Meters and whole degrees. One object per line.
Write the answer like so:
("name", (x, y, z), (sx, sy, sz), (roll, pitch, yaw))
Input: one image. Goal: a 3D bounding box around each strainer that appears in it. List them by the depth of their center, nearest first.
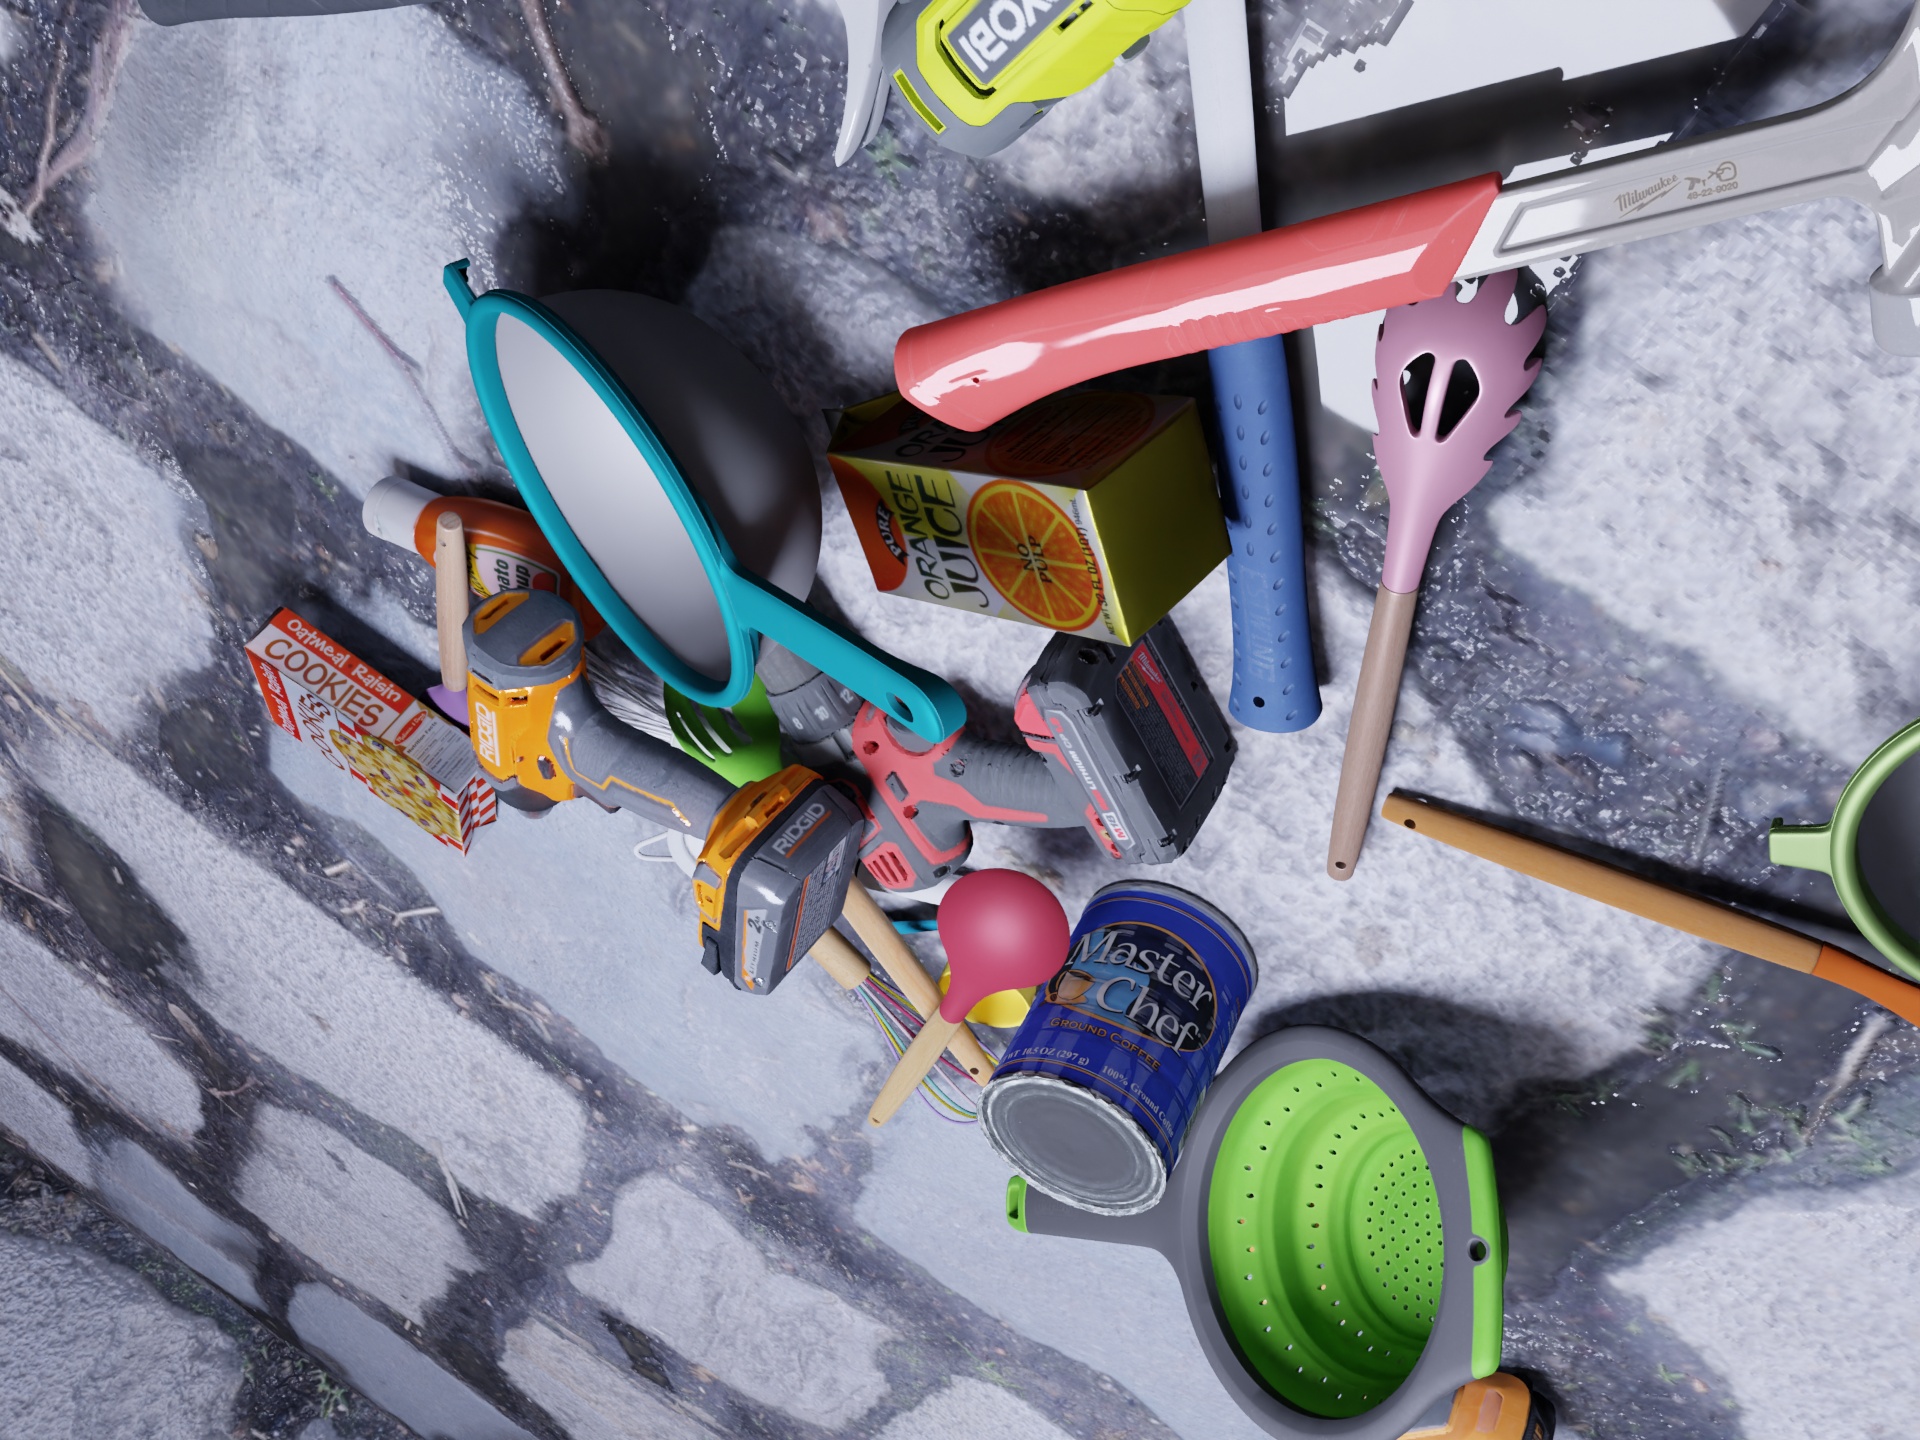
("strainer", (0.433, 0.064, 0.558), (0.256, 0.069, 0.151), (37, 136, -2))
("strainer", (-0.088, -0.091, 0.694), (0.341, 0.095, 0.210), (32, 149, 39))
("strainer", (-0.068, 0.085, 0.932), (0.258, 0.050, 0.086), (10, 137, 18))

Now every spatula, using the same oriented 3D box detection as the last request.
("spatula", (0.339, 0.086, 0.677), (0.323, 0.041, 0.081), (20, 136, 23))
("spatula", (-0.306, -0.037, 0.955), (0.060, 0.018, 0.315), (36, 150, 2))

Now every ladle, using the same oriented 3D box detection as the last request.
("ladle", (-0.012, 0.171, 0.890), (0.069, 0.031, 0.315), (31, 143, 4))

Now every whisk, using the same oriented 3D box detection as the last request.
("whisk", (-0.169, 0.005, 0.923), (0.246, 0.058, 0.059), (22, 106, 10))
("whisk", (-0.045, 0.164, 0.956), (0.047, 0.051, 0.244), (-11, 128, 48))

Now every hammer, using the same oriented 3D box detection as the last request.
("hammer", (0.130, -0.161, 0.529), (0.359, 0.037, 0.149), (-5, 125, 32))
("hammer", (0.109, -0.163, 0.594), (0.144, 0.035, 0.405), (9, 131, 28))
("hammer", (-0.204, -0.313, 0.669), (0.409, 0.036, 0.149), (11, 133, 26))

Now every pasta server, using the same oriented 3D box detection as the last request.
("pasta server", (0.182, -0.042, 0.665), (0.060, 0.040, 0.316), (18, 139, 19))

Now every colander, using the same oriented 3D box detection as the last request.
("colander", (0.165, 0.278, 0.881), (0.094, 0.205, 0.397), (11, 163, -30))

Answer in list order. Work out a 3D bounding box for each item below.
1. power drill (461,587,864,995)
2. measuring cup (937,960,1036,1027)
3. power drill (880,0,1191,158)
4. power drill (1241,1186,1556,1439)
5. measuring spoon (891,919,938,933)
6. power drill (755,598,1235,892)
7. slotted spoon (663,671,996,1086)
("power drill", (-0.169, 0.045, 0.851), (0.226, 0.084, 0.164), (33, 143, 13))
("measuring cup", (0.063, 0.172, 0.940), (0.156, 0.029, 0.062), (21, 141, -1))
("power drill", (-0.002, -0.299, 0.456), (0.228, 0.080, 0.190), (49, 146, -14))
("power drill", (0.265, 0.365, 0.936), (0.185, 0.084, 0.226), (-24, 107, 43))
("measuring spoon", (-0.017, 0.129, 0.932), (0.042, 0.021, 0.128), (15, 164, -35))
("power drill", (-0.001, -0.003, 0.785), (0.227, 0.080, 0.187), (-10, 121, 42))
("slotted spoon", (-0.068, 0.089, 0.896), (0.070, 0.031, 0.313), (-26, 108, 30))
